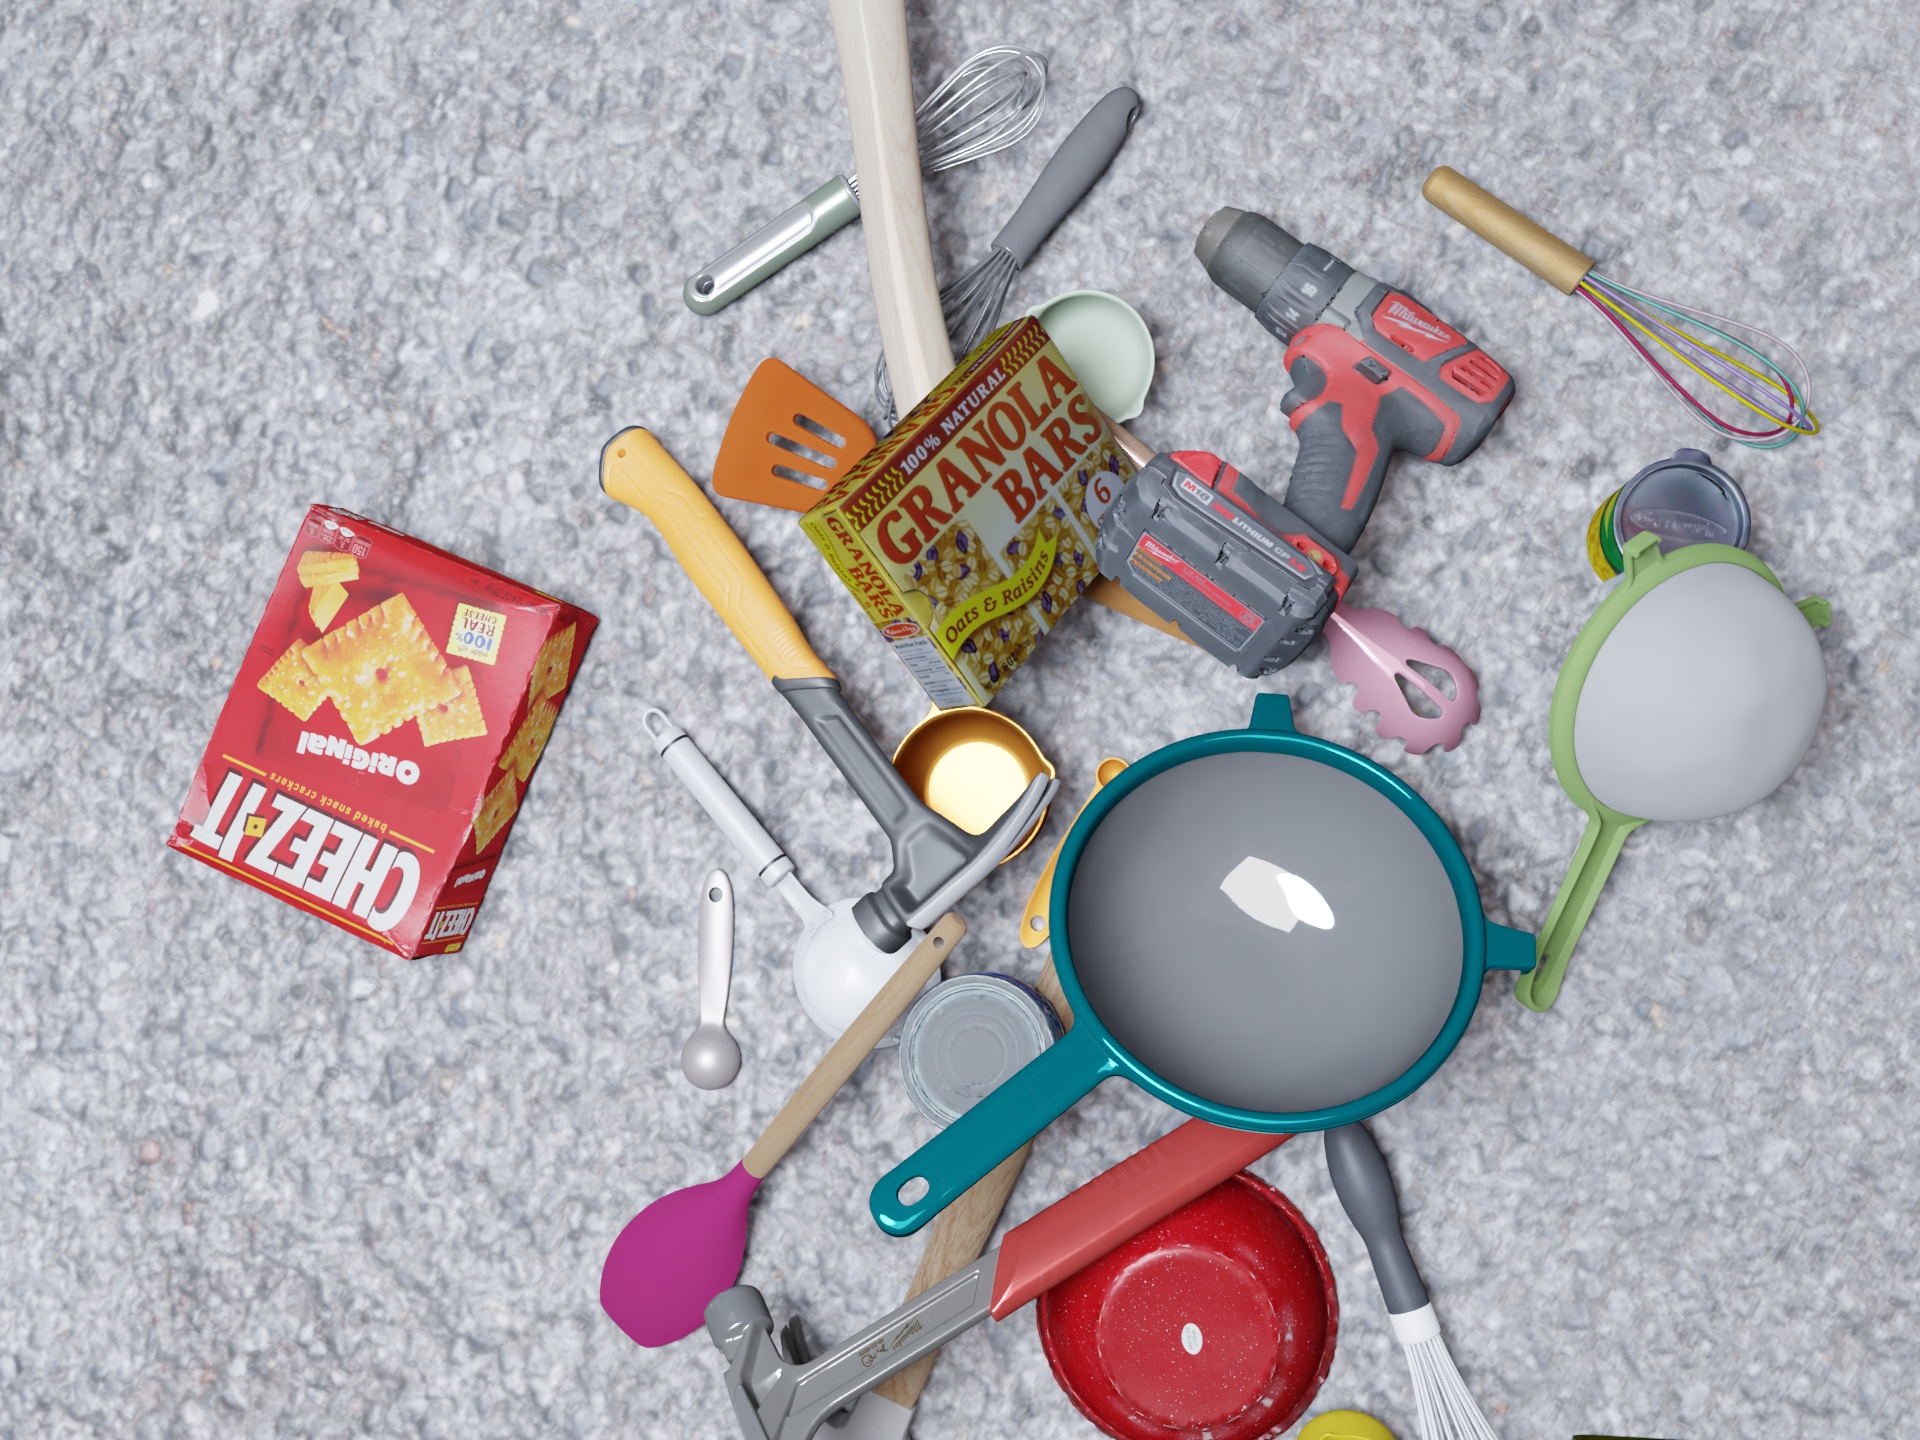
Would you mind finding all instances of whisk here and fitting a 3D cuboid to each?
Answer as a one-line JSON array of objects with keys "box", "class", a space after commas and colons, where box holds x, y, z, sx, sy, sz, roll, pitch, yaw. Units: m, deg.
[{"box": [0.353, -0.224, 0.855, 0.245, 0.051, 0.047, 39, 70, 13], "class": "whisk"}, {"box": [-0.056, -0.305, 0.906, 0.246, 0.059, 0.058, -32, 80, 9], "class": "whisk"}, {"box": [0.028, -0.260, 0.894, 0.055, 0.055, 0.239, 36, 86, 8], "class": "whisk"}, {"box": [0.245, 0.340, 0.814, 0.070, 0.070, 0.285, -20, 78, 5], "class": "whisk"}]

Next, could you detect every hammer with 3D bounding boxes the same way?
[{"box": [-0.046, -0.279, 0.841, 0.146, 0.038, 0.410, -9, 89, -6], "class": "hammer"}, {"box": [0.006, 0.256, 0.859, 0.130, 0.031, 0.331, 23, 88, 8], "class": "hammer"}, {"box": [0.056, 0.266, 0.793, 0.359, 0.036, 0.149, -28, 47, -12], "class": "hammer"}, {"box": [-0.091, -0.043, 0.859, 0.127, 0.034, 0.337, -43, 70, 10], "class": "hammer"}]

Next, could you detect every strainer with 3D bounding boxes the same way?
[{"box": [0.351, 0.042, 0.789, 0.151, 0.069, 0.256, 13, 105, -28], "class": "strainer"}, {"box": [-0.099, 0.091, 0.883, 0.087, 0.050, 0.258, -45, 78, 16], "class": "strainer"}, {"box": [0.100, 0.151, 0.794, 0.340, 0.095, 0.211, -35, 64, -14], "class": "strainer"}]

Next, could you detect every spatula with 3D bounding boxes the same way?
[{"box": [0.023, -0.098, 0.873, 0.322, 0.041, 0.081, 25, 98, 4], "class": "spatula"}]

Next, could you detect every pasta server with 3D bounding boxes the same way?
[{"box": [0.151, -0.093, 0.853, 0.316, 0.040, 0.060, 40, 91, 4], "class": "pasta server"}]

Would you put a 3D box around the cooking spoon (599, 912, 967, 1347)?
[{"box": [-0.096, 0.221, 0.847, 0.069, 0.017, 0.319, 41, 106, 9], "class": "cooking spoon"}]

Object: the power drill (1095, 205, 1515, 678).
[{"box": [0.161, -0.155, 0.819, 0.188, 0.080, 0.227, 38, 65, 5], "class": "power drill"}]

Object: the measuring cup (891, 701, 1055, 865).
[{"box": [-0.001, -0.003, 0.872, 0.095, 0.052, 0.174, -12, 82, 6], "class": "measuring cup"}]

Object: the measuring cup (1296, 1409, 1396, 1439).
[{"box": [0.156, 0.401, 0.834, 0.156, 0.029, 0.062, -23, 102, 17], "class": "measuring cup"}]

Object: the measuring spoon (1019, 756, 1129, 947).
[{"box": [0.063, 0.073, 0.879, 0.021, 0.011, 0.117, 27, 93, 8], "class": "measuring spoon"}]

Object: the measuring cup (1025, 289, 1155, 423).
[{"box": [0.041, -0.167, 0.892, 0.083, 0.038, 0.167, 42, 109, -1], "class": "measuring cup"}]

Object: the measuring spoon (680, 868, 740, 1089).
[{"box": [-0.140, 0.145, 0.893, 0.034, 0.018, 0.124, 1, 85, 7], "class": "measuring spoon"}]
